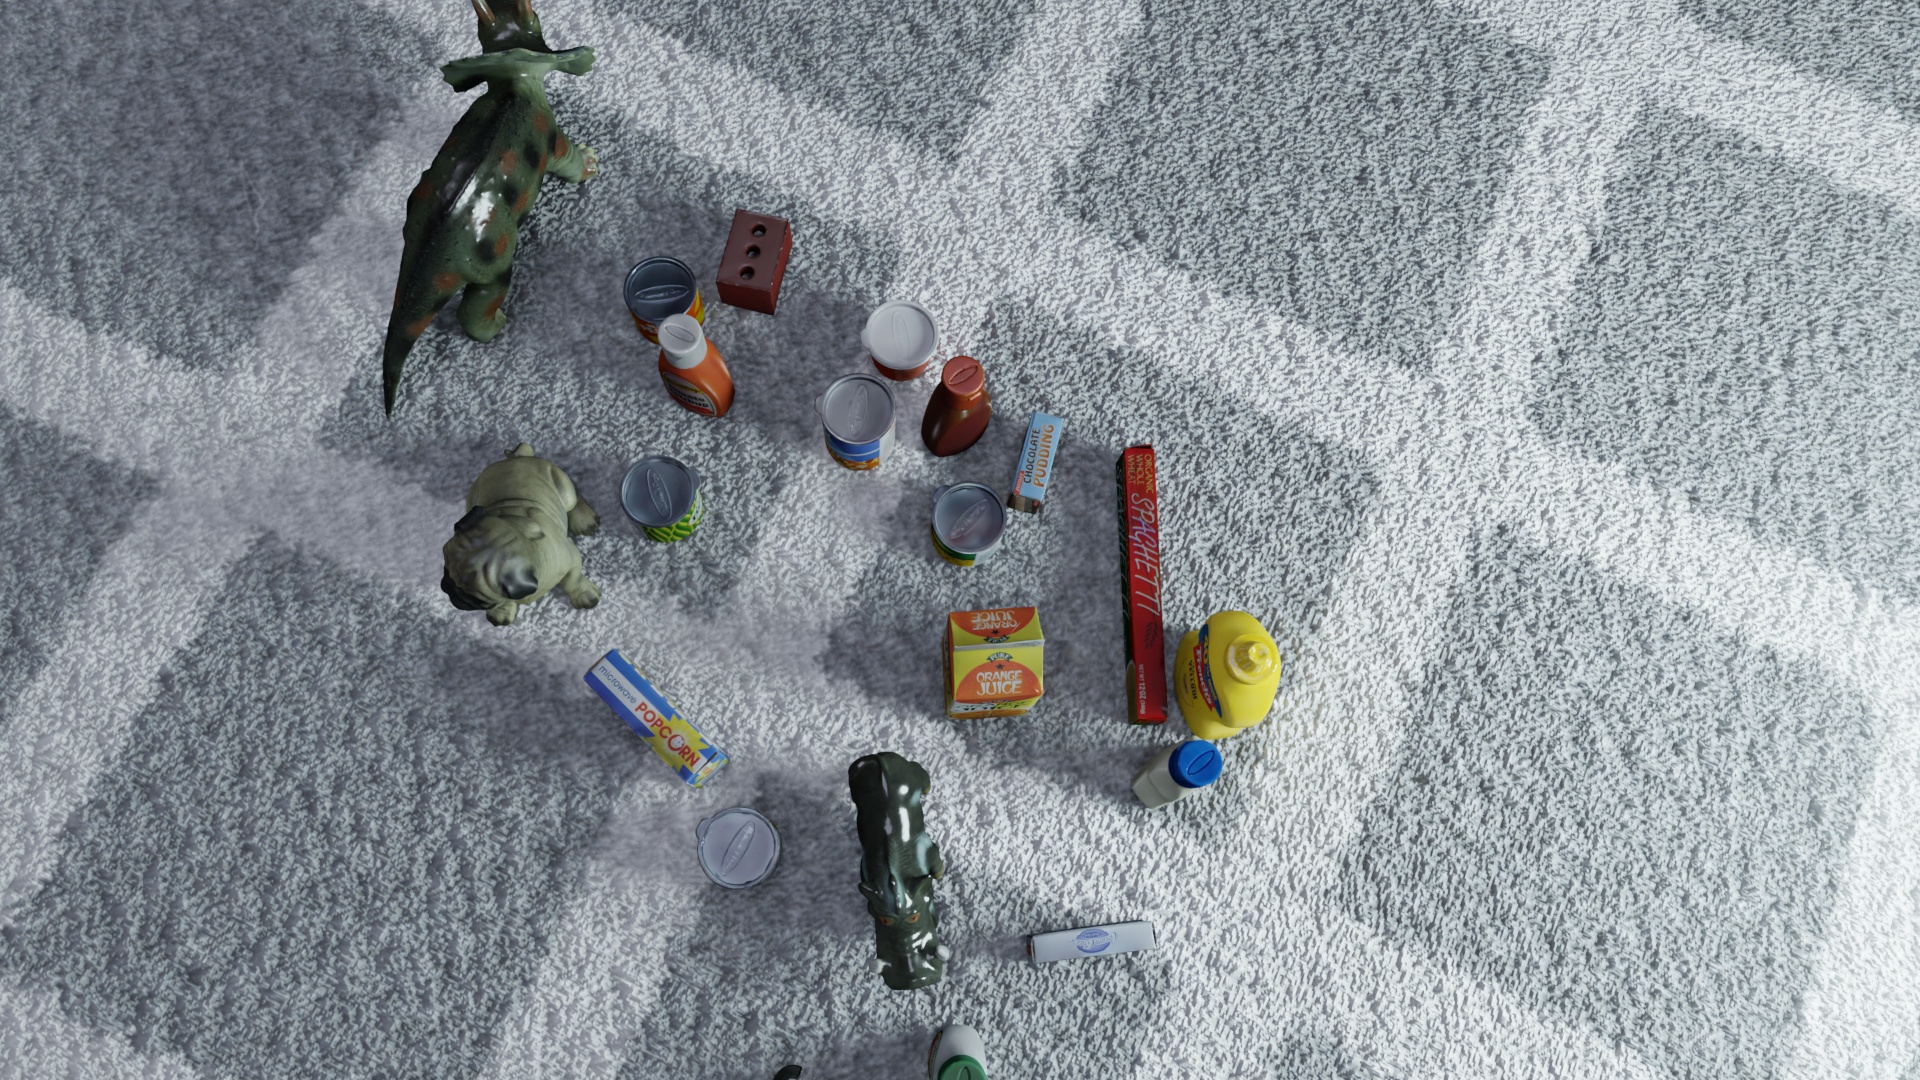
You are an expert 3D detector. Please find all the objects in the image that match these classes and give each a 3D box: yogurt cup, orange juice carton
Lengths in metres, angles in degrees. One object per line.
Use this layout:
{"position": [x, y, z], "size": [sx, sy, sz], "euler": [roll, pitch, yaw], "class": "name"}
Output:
{"position": [-0.055, -0.181, 1.283], "size": [0.072, 0.054, 0.072], "euler": [1, 76, -3], "class": "yogurt cup"}
{"position": [0.024, 0.101, 1.144], "size": [0.072, 0.192, 0.073], "euler": [-3, 76, -4], "class": "orange juice carton"}

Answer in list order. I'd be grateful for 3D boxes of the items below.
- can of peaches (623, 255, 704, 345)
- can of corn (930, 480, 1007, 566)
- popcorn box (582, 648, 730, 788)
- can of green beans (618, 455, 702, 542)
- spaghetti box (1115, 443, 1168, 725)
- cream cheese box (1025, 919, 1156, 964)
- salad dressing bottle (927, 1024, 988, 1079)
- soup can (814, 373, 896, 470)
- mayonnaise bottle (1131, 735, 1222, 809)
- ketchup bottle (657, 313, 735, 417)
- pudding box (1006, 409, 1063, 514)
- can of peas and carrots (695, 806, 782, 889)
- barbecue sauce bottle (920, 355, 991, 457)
{"position": [-0.272, -0.217, 1.277], "size": [0.071, 0.058, 0.071], "euler": [1, 76, -3], "class": "can of peaches"}
{"position": [0.004, -0.016, 1.242], "size": [0.071, 0.058, 0.071], "euler": [1, 76, -3], "class": "can of corn"}
{"position": [-0.255, 0.151, 1.170], "size": [0.127, 0.085, 0.038], "euler": [43, 78, 7], "class": "popcorn box"}
{"position": [-0.264, -0.036, 1.231], "size": [0.071, 0.057, 0.071], "euler": [1, 76, -3], "class": "can of green beans"}
{"position": [0.162, 0.039, 1.242], "size": [0.029, 0.050, 0.250], "euler": [0, 76, -3], "class": "spaghetti box"}
{"position": [0.108, 0.335, 1.161], "size": [0.104, 0.053, 0.024], "euler": [-6, 77, -5], "class": "cream cheese box"}
{"position": [-0.001, 0.415, 1.085], "size": [0.044, 0.147, 0.064], "euler": [8, 76, -1], "class": "salad dressing bottle"}
{"position": [-0.094, -0.106, 1.246], "size": [0.071, 0.083, 0.071], "euler": [1, 76, -3], "class": "soup can"}
{"position": [0.183, 0.191, 1.153], "size": [0.065, 0.147, 0.041], "euler": [-38, 81, -11], "class": "mayonnaise bottle"}
{"position": [-0.236, -0.155, 1.217], "size": [0.065, 0.148, 0.043], "euler": [25, 76, 3], "class": "ketchup bottle"}
{"position": [0.068, -0.071, 1.265], "size": [0.030, 0.049, 0.084], "euler": [15, 75, 1], "class": "pudding box"}
{"position": [-0.185, 0.256, 1.160], "size": [0.071, 0.058, 0.071], "euler": [1, 76, -3], "class": "can of peas and carrots"}
{"position": [-0.001, -0.119, 1.222], "size": [0.065, 0.148, 0.044], "euler": [-32, 80, -10], "class": "barbecue sauce bottle"}
